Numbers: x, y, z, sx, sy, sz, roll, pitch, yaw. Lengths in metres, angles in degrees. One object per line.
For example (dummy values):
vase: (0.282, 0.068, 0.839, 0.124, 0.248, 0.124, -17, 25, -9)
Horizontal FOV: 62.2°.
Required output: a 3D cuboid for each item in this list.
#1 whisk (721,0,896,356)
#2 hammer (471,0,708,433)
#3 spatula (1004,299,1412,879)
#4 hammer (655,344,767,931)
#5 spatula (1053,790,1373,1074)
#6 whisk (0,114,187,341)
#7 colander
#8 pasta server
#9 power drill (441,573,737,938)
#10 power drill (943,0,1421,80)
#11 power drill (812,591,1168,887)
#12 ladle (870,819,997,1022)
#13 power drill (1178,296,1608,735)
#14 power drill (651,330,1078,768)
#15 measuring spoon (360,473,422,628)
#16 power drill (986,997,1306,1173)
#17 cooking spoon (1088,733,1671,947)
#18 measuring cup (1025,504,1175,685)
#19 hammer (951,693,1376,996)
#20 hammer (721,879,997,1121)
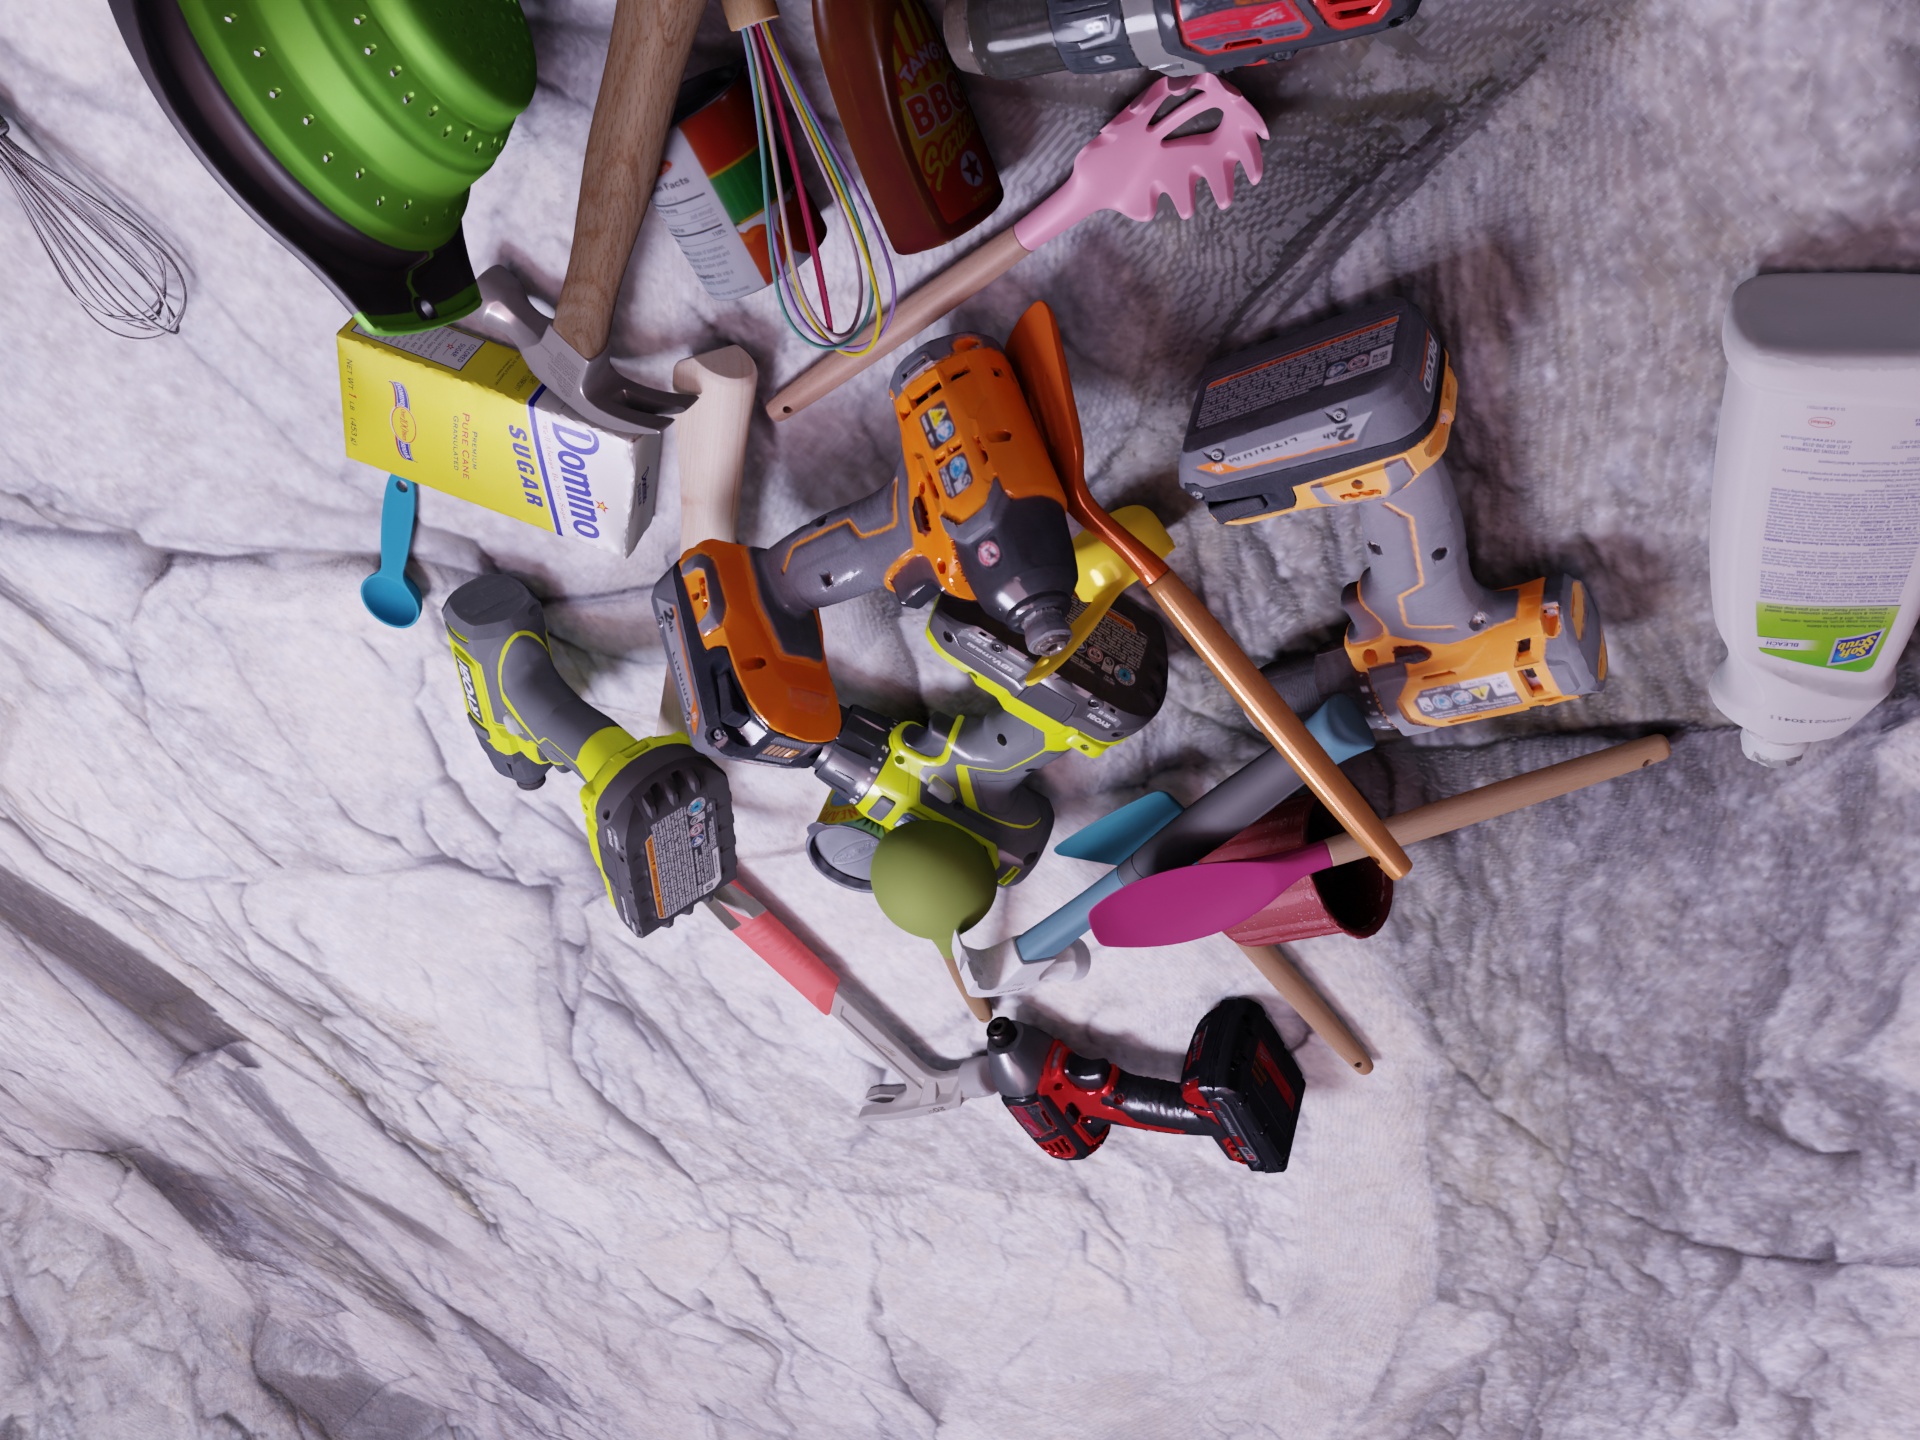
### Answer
whisk: (-0.084, -0.273, 0.678, 0.051, 0.047, 0.244, -22, 111, -11)
hammer: (-0.155, -0.227, 0.711, 0.130, 0.031, 0.331, 42, 155, -4)
spatula: (0.117, -0.055, 0.760, 0.322, 0.041, 0.081, 50, 167, -3)
hammer: (-0.153, -0.039, 0.957, 0.146, 0.038, 0.410, 42, 140, 24)
spatula: (0.184, 0.147, 1.034, 0.082, 0.044, 0.317, -31, 119, 24)
whisk: (-0.521, -0.310, 0.865, 0.058, 0.059, 0.246, -36, 114, 4)
colander: (-0.279, -0.360, 0.642, 0.094, 0.205, 0.397, -20, 106, 17)
pasta server: (0.009, -0.208, 0.745, 0.316, 0.040, 0.060, -24, 132, 40)
power drill: (-0.241, 0.028, 1.013, 0.223, 0.080, 0.171, 39, 145, 30)
power drill: (0.058, -0.338, 0.564, 0.188, 0.080, 0.226, -1, 136, 24)
power drill: (-0.001, -0.003, 0.935, 0.190, 0.080, 0.228, 29, 141, -9)
ladle: (-0.001, 0.148, 1.067, 0.078, 0.062, 0.320, 6, 157, 11)
power drill: (0.189, -0.077, 0.778, 0.185, 0.084, 0.226, -14, 131, 36)
power drill: (-0.043, -0.063, 0.788, 0.226, 0.164, 0.084, -34, 153, 29)
measuring spoon: (-0.358, -0.114, 1.021, 0.042, 0.021, 0.128, 23, 129, 0)
power drill: (0.125, 0.264, 1.160, 0.220, 0.079, 0.143, -9, 129, 34)
cooking spoon: (0.222, 0.063, 0.852, 0.319, 0.017, 0.068, -18, 136, 5)
measuring cup: (0.059, -0.064, 0.786, 0.062, 0.156, 0.029, -23, 107, 36)
hammer: (0.109, 0.080, 0.894, 0.128, 0.033, 0.331, -3, 151, -40)
hammer: (-0.128, 0.192, 1.220, 0.149, 0.037, 0.358, -21, 123, 38)
